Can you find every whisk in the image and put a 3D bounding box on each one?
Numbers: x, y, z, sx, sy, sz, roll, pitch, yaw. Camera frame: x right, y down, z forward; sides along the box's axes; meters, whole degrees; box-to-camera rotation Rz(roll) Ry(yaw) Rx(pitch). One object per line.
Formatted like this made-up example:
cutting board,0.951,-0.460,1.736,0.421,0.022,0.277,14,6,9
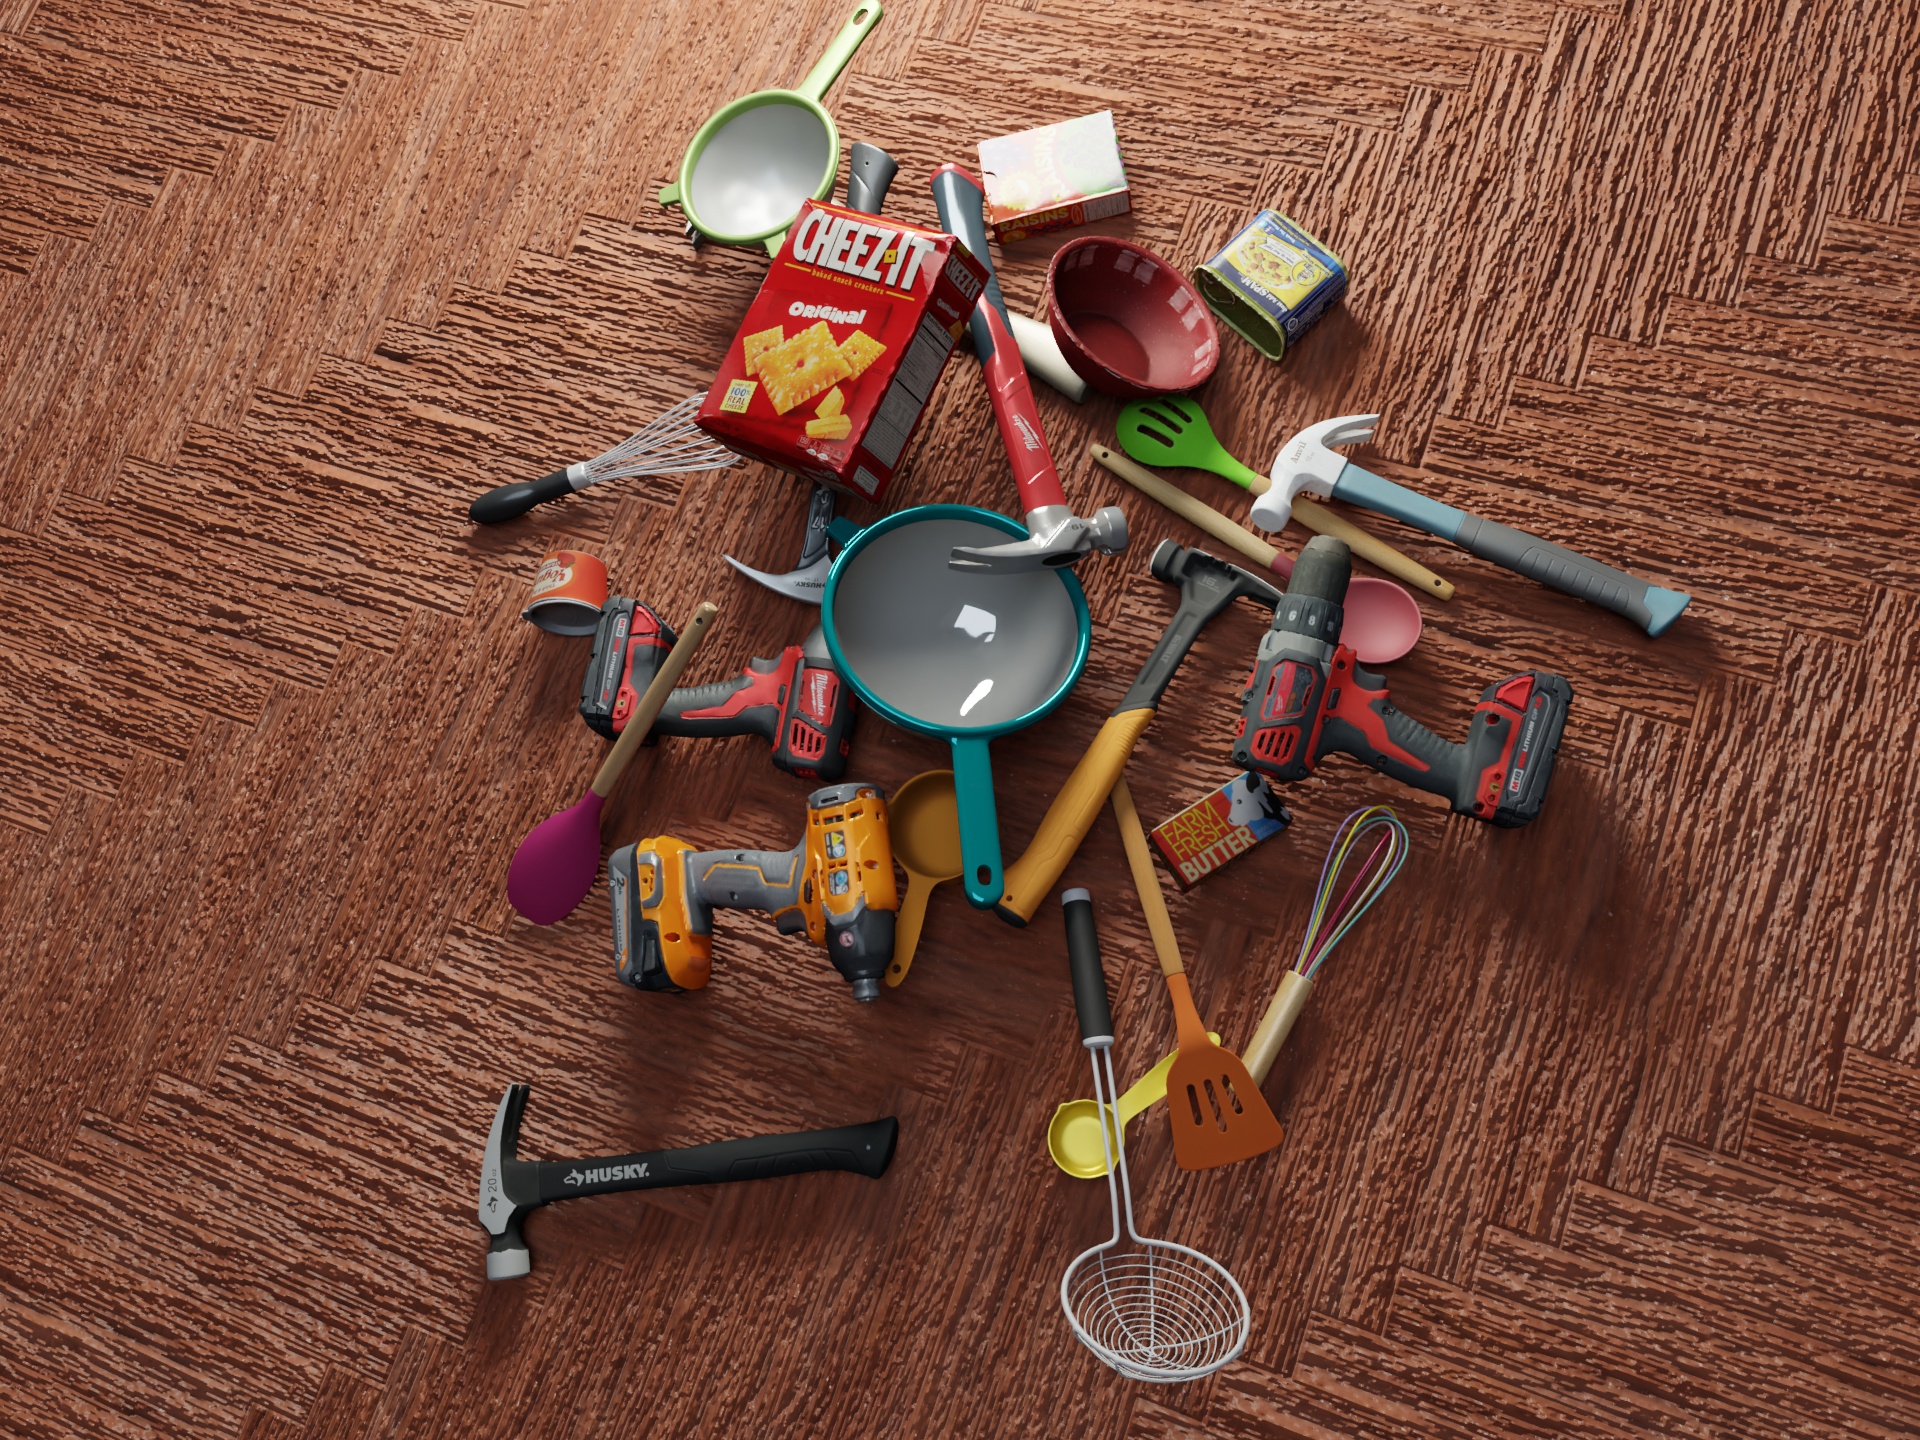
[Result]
whisk,0.269,0.175,1.193,0.051,0.047,0.245,27,85,28
whisk,-0.304,-0.225,1.394,0.284,0.070,0.070,-17,73,11

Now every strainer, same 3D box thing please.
strainer,-0.002,-0.004,1.237,0.211,0.095,0.341,-1,64,-10
strainer,-0.136,-0.509,1.389,0.152,0.069,0.256,31,84,24

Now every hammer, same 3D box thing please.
hammer,-0.056,-0.388,1.402,0.411,0.038,0.146,36,85,16
hammer,-0.212,0.340,1.234,0.335,0.035,0.146,-9,75,7
hammer,0.403,-0.144,1.246,0.331,0.033,0.128,25,65,11
hammer,-0.106,-0.299,1.363,0.149,0.036,0.409,6,83,14
hammer,0.130,0.018,1.243,0.127,0.034,0.337,28,78,25
hammer,0.018,-0.296,1.307,0.143,0.038,0.387,-10,68,-12

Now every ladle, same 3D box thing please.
ladle,0.233,-0.142,1.290,0.315,0.031,0.069,35,88,19

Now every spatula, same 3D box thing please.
spatula,0.157,0.174,1.209,0.081,0.041,0.323,-20,64,11

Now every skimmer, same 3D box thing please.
skimmer,0.116,0.280,1.133,0.127,0.090,0.364,0,62,-13

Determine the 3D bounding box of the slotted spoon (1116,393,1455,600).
slotted spoon,0.262,-0.183,1.296,0.314,0.031,0.070,33,80,15

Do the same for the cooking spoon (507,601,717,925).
cooking spoon,-0.278,0.037,1.274,0.069,0.017,0.319,35,107,4

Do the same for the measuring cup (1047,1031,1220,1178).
measuring cup,0.133,0.287,1.198,0.156,0.029,0.062,-34,71,-13

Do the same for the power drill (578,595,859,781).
power drill,-0.189,-0.035,1.311,0.219,0.078,0.143,8,78,9

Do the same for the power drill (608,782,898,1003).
power drill,-0.154,0.150,1.230,0.226,0.084,0.164,-14,73,19

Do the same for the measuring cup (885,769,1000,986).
measuring cup,-0.024,0.126,1.251,0.095,0.052,0.174,15,81,14

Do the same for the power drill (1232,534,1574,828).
power drill,0.331,-0.026,1.191,0.227,0.080,0.188,16,88,8
